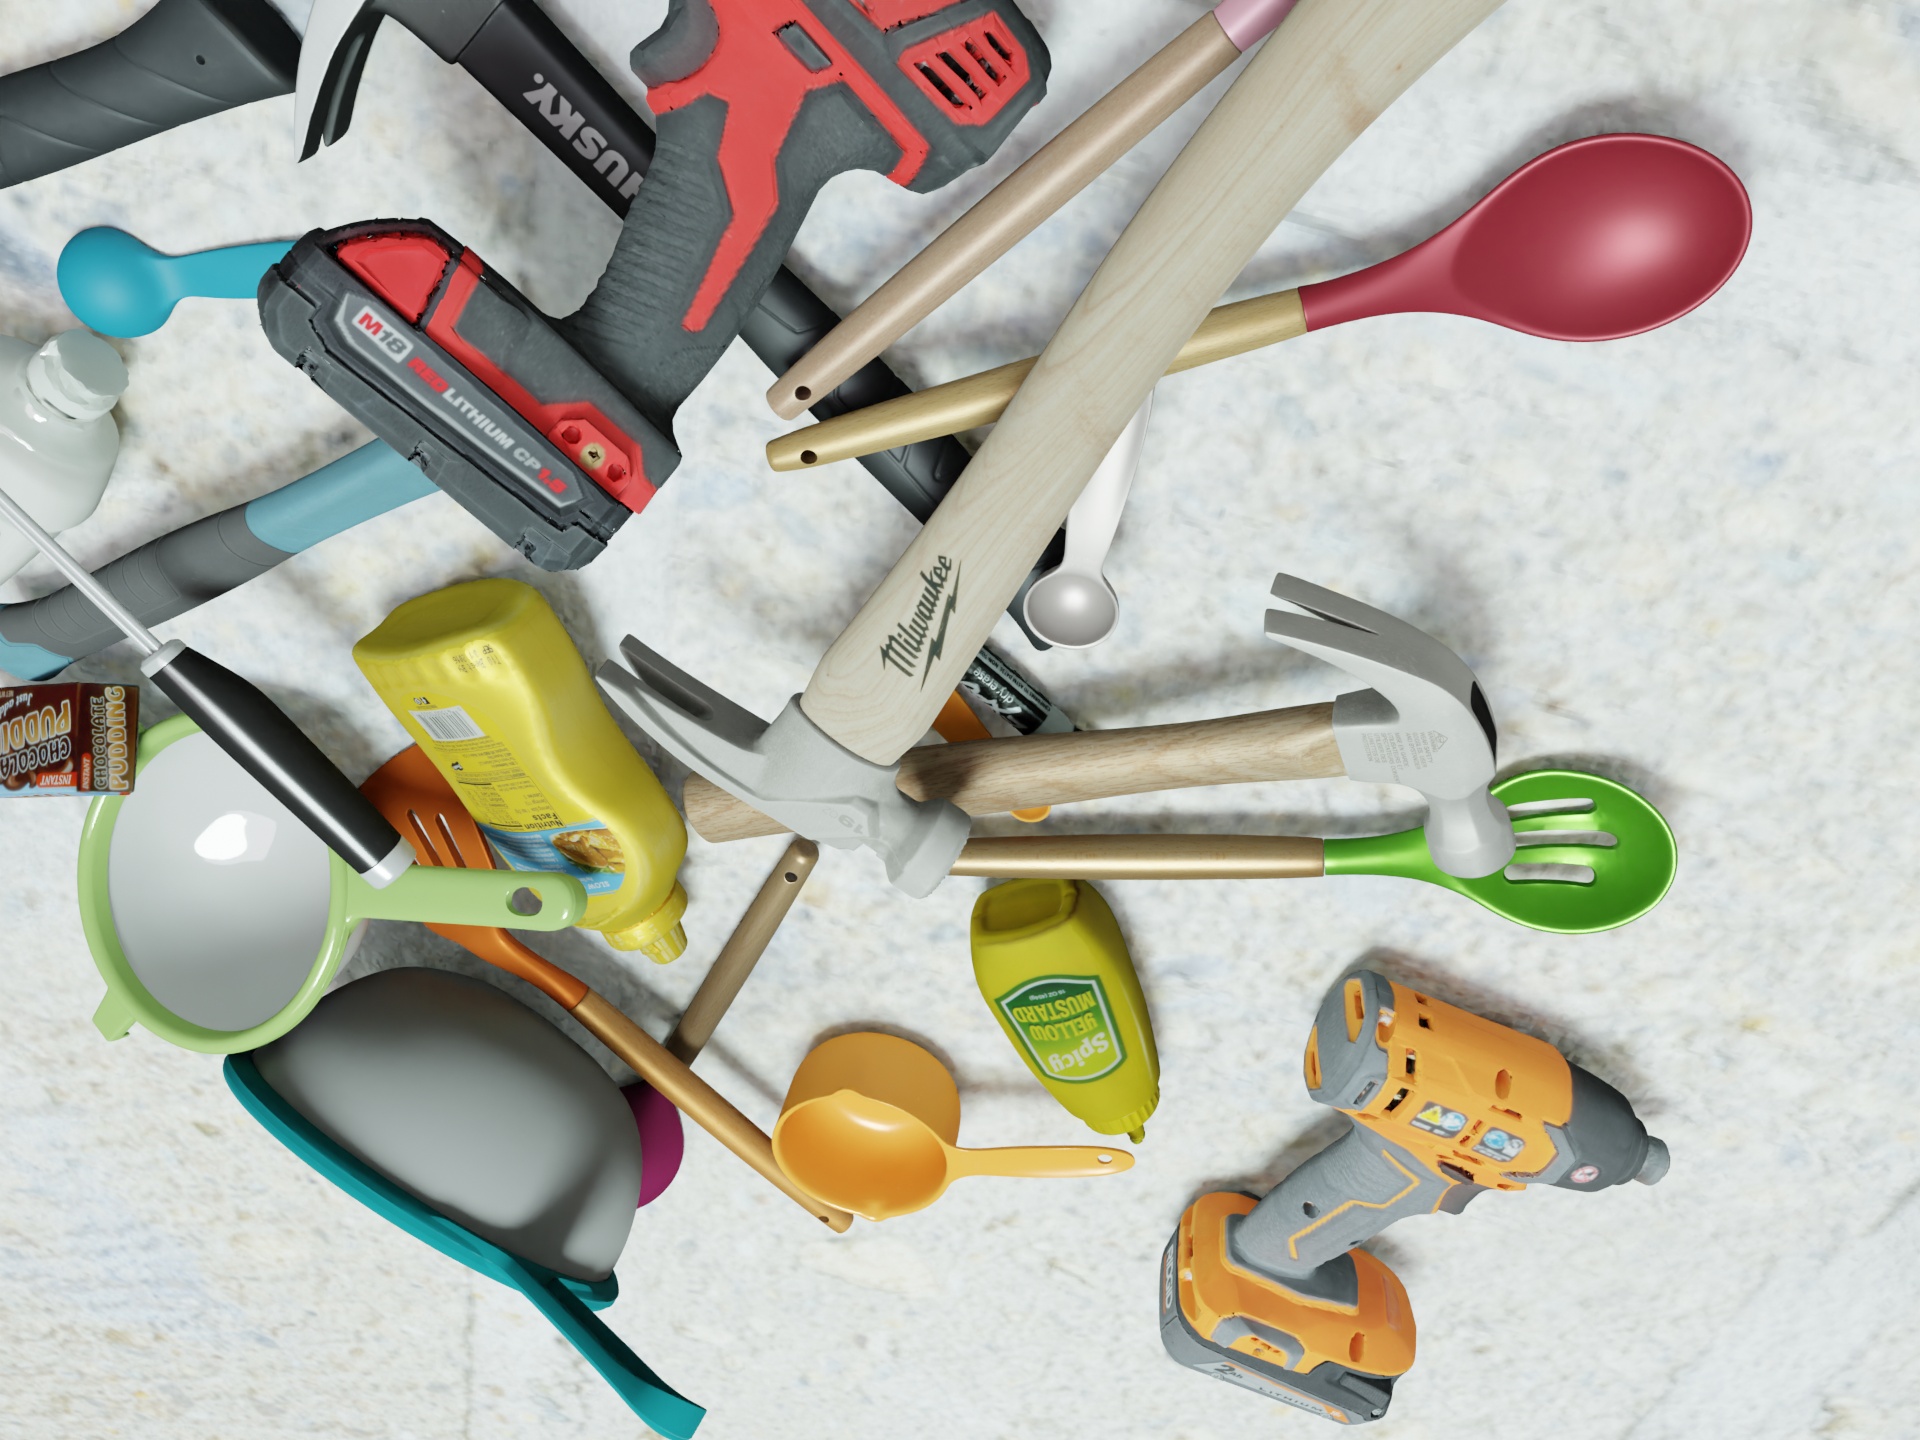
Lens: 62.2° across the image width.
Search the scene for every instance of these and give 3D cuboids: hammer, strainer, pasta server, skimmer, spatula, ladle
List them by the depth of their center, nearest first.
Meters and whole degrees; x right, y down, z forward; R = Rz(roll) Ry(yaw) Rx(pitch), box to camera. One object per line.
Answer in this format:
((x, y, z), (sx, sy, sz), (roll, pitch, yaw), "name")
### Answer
((0.057, -0.189, 0.475), (0.316, 0.040, 0.060), (-34, 114, 26), "pasta server")
((0.033, -0.109, 0.486), (0.146, 0.038, 0.410), (33, 123, -9), "hammer")
((0.085, -0.124, 0.515), (0.315, 0.031, 0.069), (-13, 128, 11), "ladle")
((-0.074, -0.143, 0.550), (0.146, 0.035, 0.334), (-35, 113, 29), "hammer")
((-0.354, -0.047, 0.566), (0.363, 0.090, 0.127), (50, 154, -22), "skimmer")
((-0.414, -0.187, 0.586), (0.409, 0.036, 0.149), (-11, 124, 18), "hammer")
((-0.275, -0.072, 0.617), (0.331, 0.033, 0.128), (-16, 153, 29), "hammer")
((0.034, 0.018, 0.618), (0.331, 0.031, 0.129), (-7, 130, 25), "hammer")
((-0.187, 0.190, 0.701), (0.341, 0.095, 0.210), (16, 158, 49), "strainer")
((-0.267, 0.071, 0.703), (0.256, 0.069, 0.151), (1, 90, 18), "strainer")
((-0.162, 0.141, 0.761), (0.081, 0.041, 0.322), (-31, 113, 32), "spatula")

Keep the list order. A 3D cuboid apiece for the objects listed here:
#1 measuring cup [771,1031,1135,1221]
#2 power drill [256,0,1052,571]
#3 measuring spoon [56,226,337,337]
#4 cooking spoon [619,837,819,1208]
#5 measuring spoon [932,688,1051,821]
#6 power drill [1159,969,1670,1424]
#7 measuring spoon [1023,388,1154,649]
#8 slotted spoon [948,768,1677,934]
((-0.002, 0.193, 0.768), (0.173, 0.052, 0.095), (-1, 125, 10), "measuring cup")
((-0.090, -0.164, 0.459), (0.219, 0.079, 0.143), (-48, 116, 0), "power drill")
((-0.278, -0.161, 0.584), (0.128, 0.021, 0.042), (0, 125, 13), "measuring spoon")
((-0.138, 0.163, 0.792), (0.068, 0.017, 0.318), (28, 126, -8), "cooking spoon")
((-0.001, -0.002, 0.654), (0.021, 0.011, 0.116), (-30, 111, 31), "measuring spoon")
((0.204, 0.227, 0.735), (0.164, 0.084, 0.226), (22, 123, -6), "power drill")
((0.047, -0.077, 0.540), (0.034, 0.018, 0.124), (12, 129, 1), "measuring spoon")
((0.122, 0.054, 0.651), (0.314, 0.031, 0.070), (-2, 108, 12), "slotted spoon")
